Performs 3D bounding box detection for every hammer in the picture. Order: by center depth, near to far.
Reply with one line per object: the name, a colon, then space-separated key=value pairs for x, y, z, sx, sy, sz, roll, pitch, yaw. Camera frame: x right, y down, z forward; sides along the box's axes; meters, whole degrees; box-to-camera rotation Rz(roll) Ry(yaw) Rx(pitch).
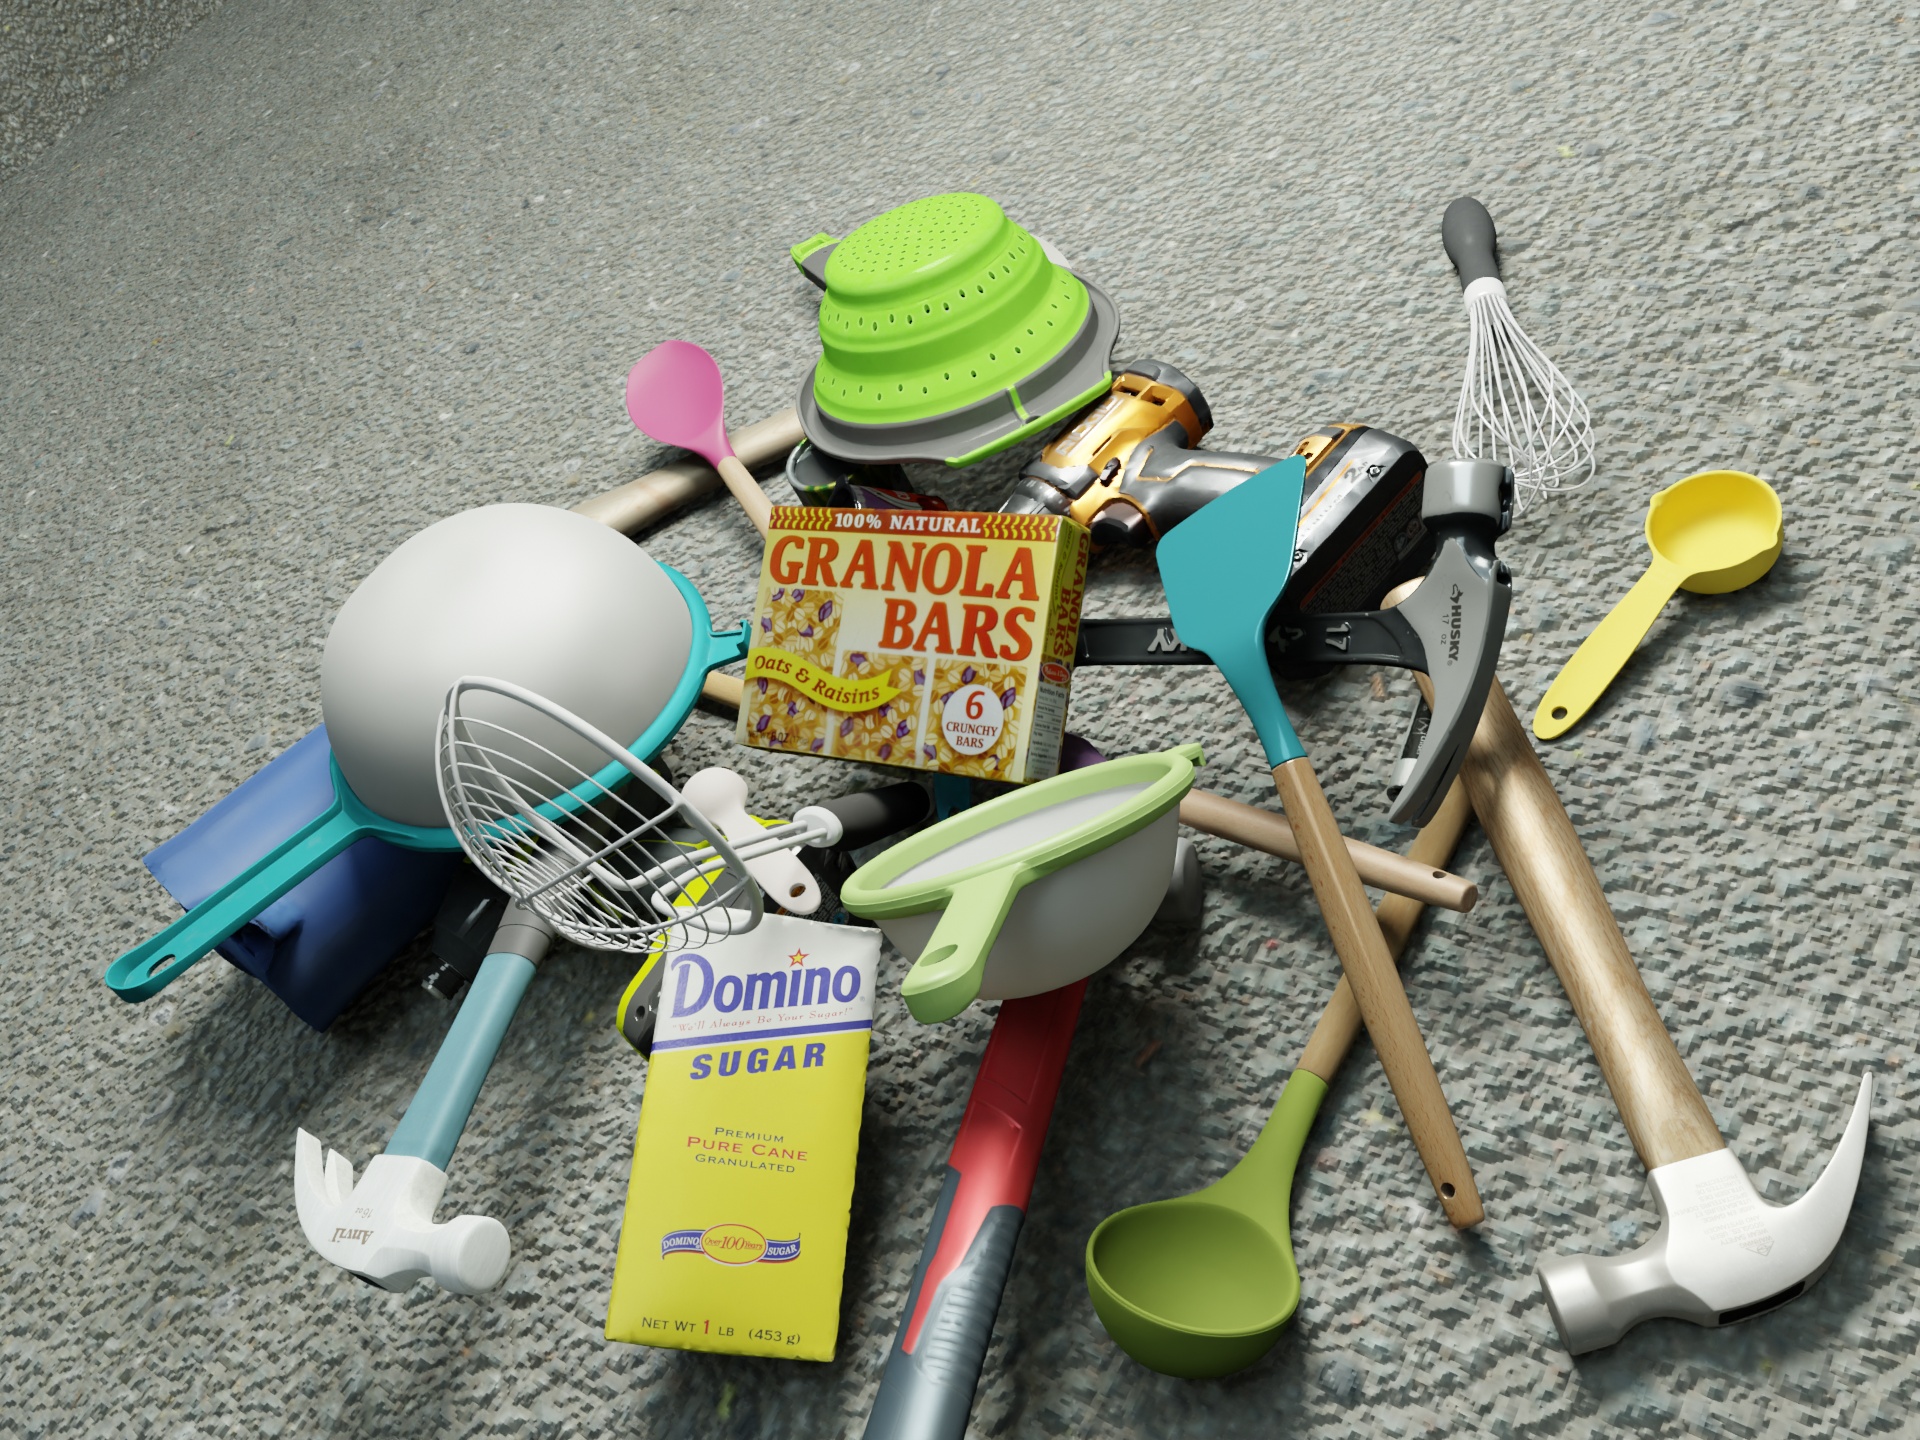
hammer: x=-0.005 y=0.181 z=0.608 sx=0.143 sy=0.038 sz=0.387 roll=-7 pitch=33 yaw=23
hammer: x=0.240 y=0.068 z=0.632 sx=0.130 sy=0.031 sz=0.332 roll=-19 pitch=52 yaw=9
hammer: x=-0.204 y=0.103 z=0.747 sx=0.128 sy=0.033 sz=0.331 roll=-7 pitch=46 yaw=29
hammer: x=0.064 y=-0.032 z=0.769 sx=0.409 sy=0.036 sz=0.149 roll=1 pitch=82 yaw=43
hammer: x=-0.107 y=-0.203 z=1.071 sx=0.410 sy=0.038 sz=0.146 roll=-22 pitch=43 yaw=8

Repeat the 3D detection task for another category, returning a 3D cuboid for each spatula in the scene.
spatula: x=0.148 y=0.041 z=0.637 sx=0.082 sy=0.044 sz=0.318 roll=-31 pitch=67 yaw=35
spatula: x=0.094 y=0.038 z=0.733 sx=0.060 sy=0.018 sz=0.316 roll=-31 pitch=31 yaw=-32

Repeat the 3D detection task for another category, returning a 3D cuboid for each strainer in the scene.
strainer: x=0.023 y=0.080 z=0.591 sx=0.151 sy=0.069 sz=0.256 roll=-20 pitch=7 yaw=13
strainer: x=-0.283 y=-0.003 z=0.777 sx=0.211 sy=0.095 sz=0.340 roll=29 pitch=61 yaw=38

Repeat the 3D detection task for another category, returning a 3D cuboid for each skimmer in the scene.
skimmer: x=-0.074 y=0.026 z=0.650 sx=0.127 sy=0.363 sz=0.090 roll=26 pitch=102 yaw=17

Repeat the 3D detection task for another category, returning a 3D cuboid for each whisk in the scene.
whisk: x=0.289 y=-0.209 z=0.864 sx=0.070 sy=0.070 sz=0.285 roll=-11 pitch=42 yaw=18

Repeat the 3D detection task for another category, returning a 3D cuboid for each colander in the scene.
colander: x=-0.047 y=-0.285 z=1.008 sx=0.204 sy=0.094 sz=0.398 roll=-30 pitch=37 yaw=-8

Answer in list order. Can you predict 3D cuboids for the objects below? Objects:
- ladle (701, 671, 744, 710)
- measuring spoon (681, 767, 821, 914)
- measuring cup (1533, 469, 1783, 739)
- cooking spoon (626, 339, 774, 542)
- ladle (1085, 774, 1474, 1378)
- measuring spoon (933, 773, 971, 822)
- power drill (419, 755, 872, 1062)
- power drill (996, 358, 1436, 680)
ladle: x=-0.140 y=-0.021 z=0.933 sx=0.316 sy=0.031 sz=0.069 roll=18 pitch=52 yaw=35
measuring spoon: x=-0.098 y=0.053 z=0.735 sx=0.034 sy=0.018 sz=0.124 roll=-37 pitch=40 yaw=-13
measuring cup: x=0.316 y=-0.047 z=0.729 sx=0.156 sy=0.029 sz=0.062 roll=-50 pitch=46 yaw=-3
cooking spoon: x=-0.137 y=-0.146 z=1.007 sx=0.069 sy=0.017 sz=0.319 roll=-38 pitch=55 yaw=2
ladle: x=0.151 y=0.117 z=0.641 sx=0.078 sy=0.062 sz=0.320 roll=18 pitch=59 yaw=33
measuring spoon: x=-0.001 y=-0.003 z=0.795 sx=0.042 sy=0.021 sz=0.128 roll=-3 pitch=90 yaw=32
power drill: x=-0.169 y=0.098 z=0.811 sx=0.223 sy=0.080 sz=0.171 roll=16 pitch=61 yaw=41
power drill: x=0.111 y=-0.097 z=0.837 sx=0.185 sy=0.084 sz=0.226 roll=-46 pitch=43 yaw=-13
